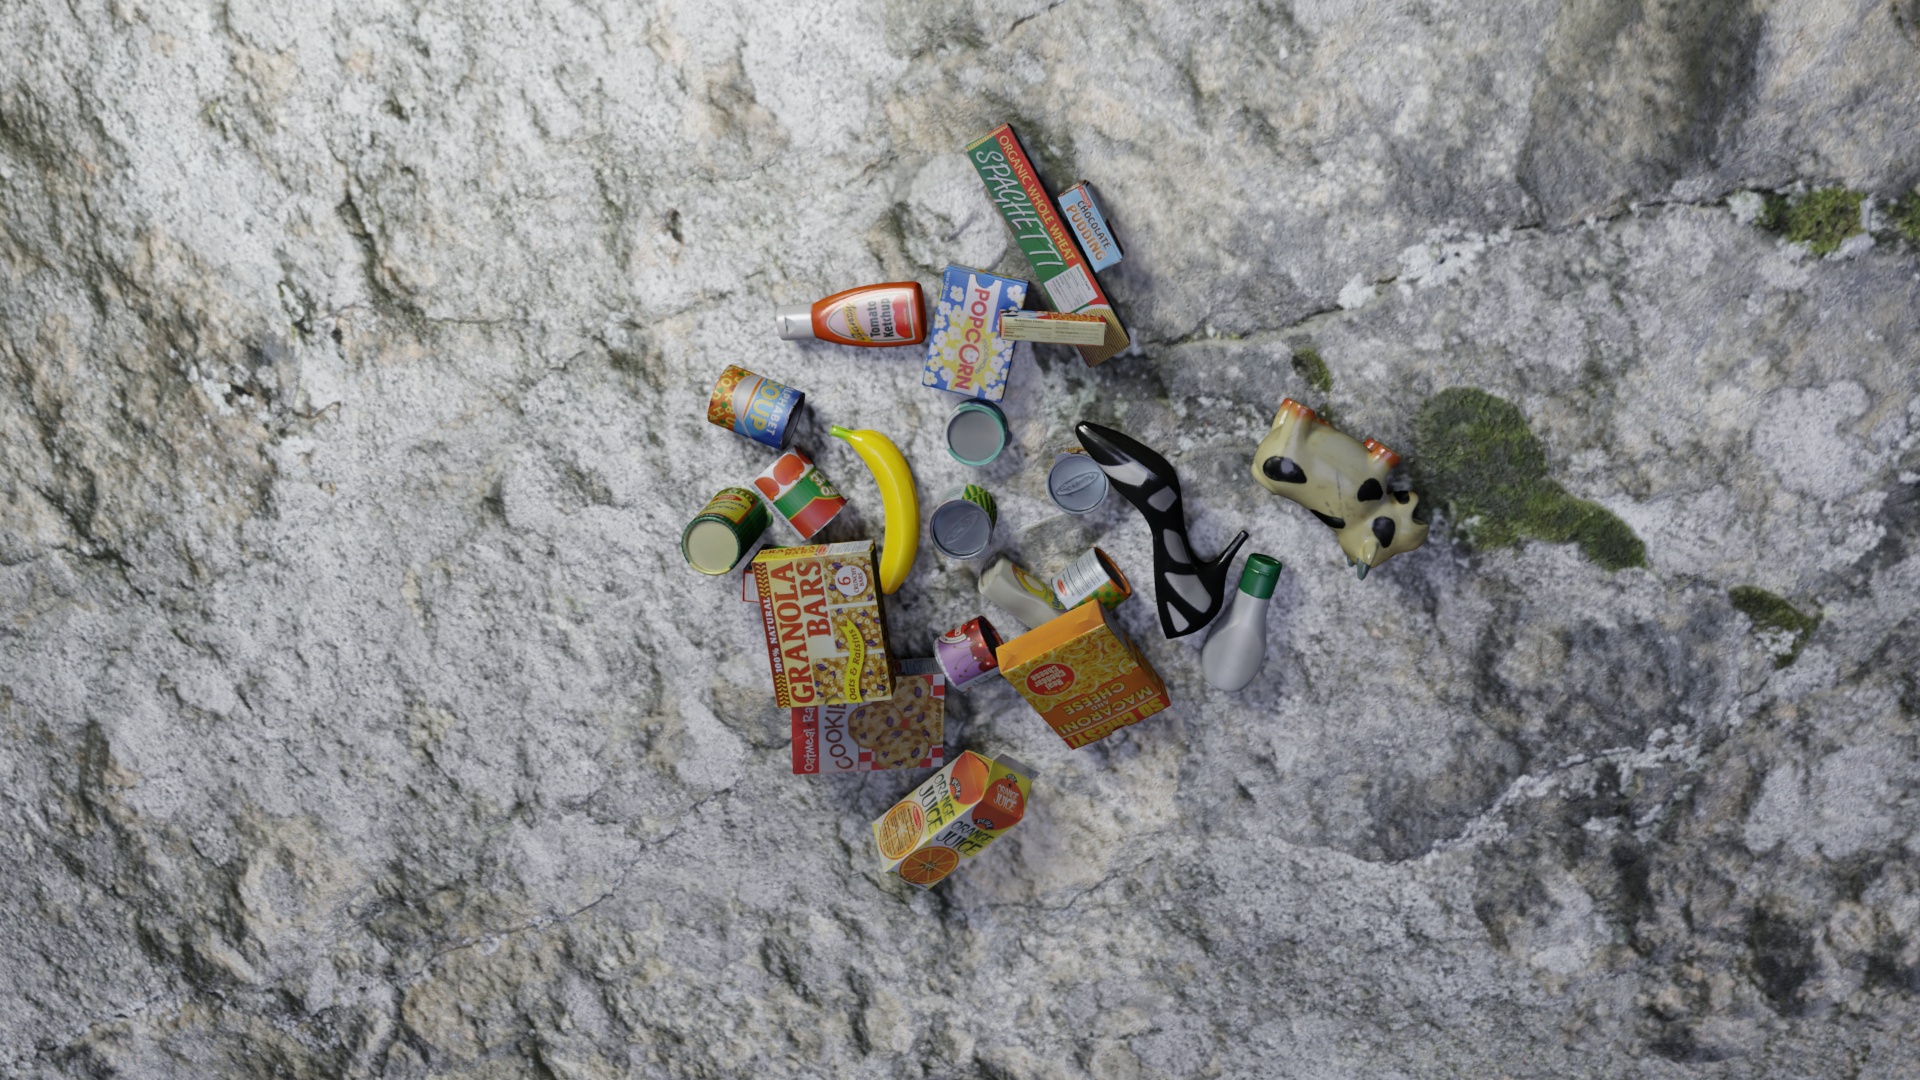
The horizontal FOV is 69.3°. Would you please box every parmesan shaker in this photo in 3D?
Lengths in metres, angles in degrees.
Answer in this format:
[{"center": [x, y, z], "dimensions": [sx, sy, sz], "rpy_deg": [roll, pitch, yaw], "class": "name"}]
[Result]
[{"center": [-0.246, -0.011, 1.471], "dimensions": [0.071, 0.103, 0.071], "rpy_deg": [2, 109, 6], "class": "parmesan shaker"}]

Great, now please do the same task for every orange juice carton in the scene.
[{"center": [-0.002, 0.302, 1.551], "dimensions": [0.192, 0.073, 0.071], "rpy_deg": [-40, 130, 18], "class": "orange juice carton"}]

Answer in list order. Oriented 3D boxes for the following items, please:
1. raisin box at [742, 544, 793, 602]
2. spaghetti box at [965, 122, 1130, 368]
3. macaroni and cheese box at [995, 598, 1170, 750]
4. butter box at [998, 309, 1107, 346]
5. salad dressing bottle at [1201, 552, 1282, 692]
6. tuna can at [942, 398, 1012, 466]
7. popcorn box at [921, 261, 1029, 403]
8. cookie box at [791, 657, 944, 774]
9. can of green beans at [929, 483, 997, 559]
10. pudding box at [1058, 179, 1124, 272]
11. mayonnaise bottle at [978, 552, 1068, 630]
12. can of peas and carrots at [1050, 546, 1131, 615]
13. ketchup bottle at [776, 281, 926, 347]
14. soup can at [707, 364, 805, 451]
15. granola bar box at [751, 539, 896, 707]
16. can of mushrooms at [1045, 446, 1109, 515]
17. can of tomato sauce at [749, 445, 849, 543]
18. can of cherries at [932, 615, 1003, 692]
[{"center": [-0.163, 0.041, 1.487], "dimensions": [0.123, 0.086, 0.040], "rpy_deg": [5, 108, 5], "class": "raisin box"}, {"center": [0.088, -0.291, 1.372], "dimensions": [0.050, 0.029, 0.249], "rpy_deg": [-28, 103, 15], "class": "spaghetti box"}, {"center": [0.132, 0.146, 1.473], "dimensions": [0.123, 0.040, 0.166], "rpy_deg": [-28, 131, 15], "class": "macaroni and cheese box"}, {"center": [0.089, -0.207, 1.351], "dimensions": [0.103, 0.053, 0.024], "rpy_deg": [3, 108, -1], "class": "butter box"}, {"center": [0.300, 0.087, 1.468], "dimensions": [0.064, 0.044, 0.147], "rpy_deg": [17, 109, 3], "class": "salad dressing bottle"}, {"center": [0.018, -0.111, 1.441], "dimensions": [0.071, 0.033, 0.070], "rpy_deg": [2, 109, 7], "class": "tuna can"}, {"center": [0.015, -0.210, 1.404], "dimensions": [0.085, 0.038, 0.126], "rpy_deg": [14, 110, 3], "class": "popcorn box"}, {"center": [-0.102, 0.193, 1.530], "dimensions": [0.168, 0.040, 0.122], "rpy_deg": [-2, 116, -8], "class": "cookie box"}, {"center": [0.004, -0.020, 1.460], "dimensions": [0.071, 0.058, 0.071], "rpy_deg": [2, 109, 6], "class": "can of green beans"}, {"center": [0.128, -0.306, 1.351], "dimensions": [0.030, 0.050, 0.083], "rpy_deg": [-26, 104, 17], "class": "pudding box"}, {"center": [0.088, 0.073, 1.481], "dimensions": [0.148, 0.065, 0.041], "rpy_deg": [35, 112, -15], "class": "mayonnaise bottle"}, {"center": [0.139, 0.049, 1.465], "dimensions": [0.058, 0.071, 0.071], "rpy_deg": [-39, 100, 17], "class": "can of peas and carrots"}, {"center": [-0.111, -0.226, 1.412], "dimensions": [0.149, 0.044, 0.064], "rpy_deg": [-3, 109, 9], "class": "ketchup bottle"}, {"center": [-0.212, -0.139, 1.440], "dimensions": [0.084, 0.071, 0.071], "rpy_deg": [21, 110, 0], "class": "soup can"}, {"center": [-0.139, 0.088, 1.432], "dimensions": [0.124, 0.039, 0.165], "rpy_deg": [-5, 107, 7], "class": "granola bar box"}, {"center": [0.121, -0.065, 1.443], "dimensions": [0.071, 0.033, 0.070], "rpy_deg": [2, 110, 7], "class": "can of mushrooms"}, {"center": [-0.170, -0.051, 1.468], "dimensions": [0.071, 0.071, 0.083], "rpy_deg": [-39, 100, 18], "class": "can of tomato sauce"}, {"center": [0.011, 0.120, 1.503], "dimensions": [0.058, 0.072, 0.071], "rpy_deg": [-28, 103, 16], "class": "can of cherries"}]
